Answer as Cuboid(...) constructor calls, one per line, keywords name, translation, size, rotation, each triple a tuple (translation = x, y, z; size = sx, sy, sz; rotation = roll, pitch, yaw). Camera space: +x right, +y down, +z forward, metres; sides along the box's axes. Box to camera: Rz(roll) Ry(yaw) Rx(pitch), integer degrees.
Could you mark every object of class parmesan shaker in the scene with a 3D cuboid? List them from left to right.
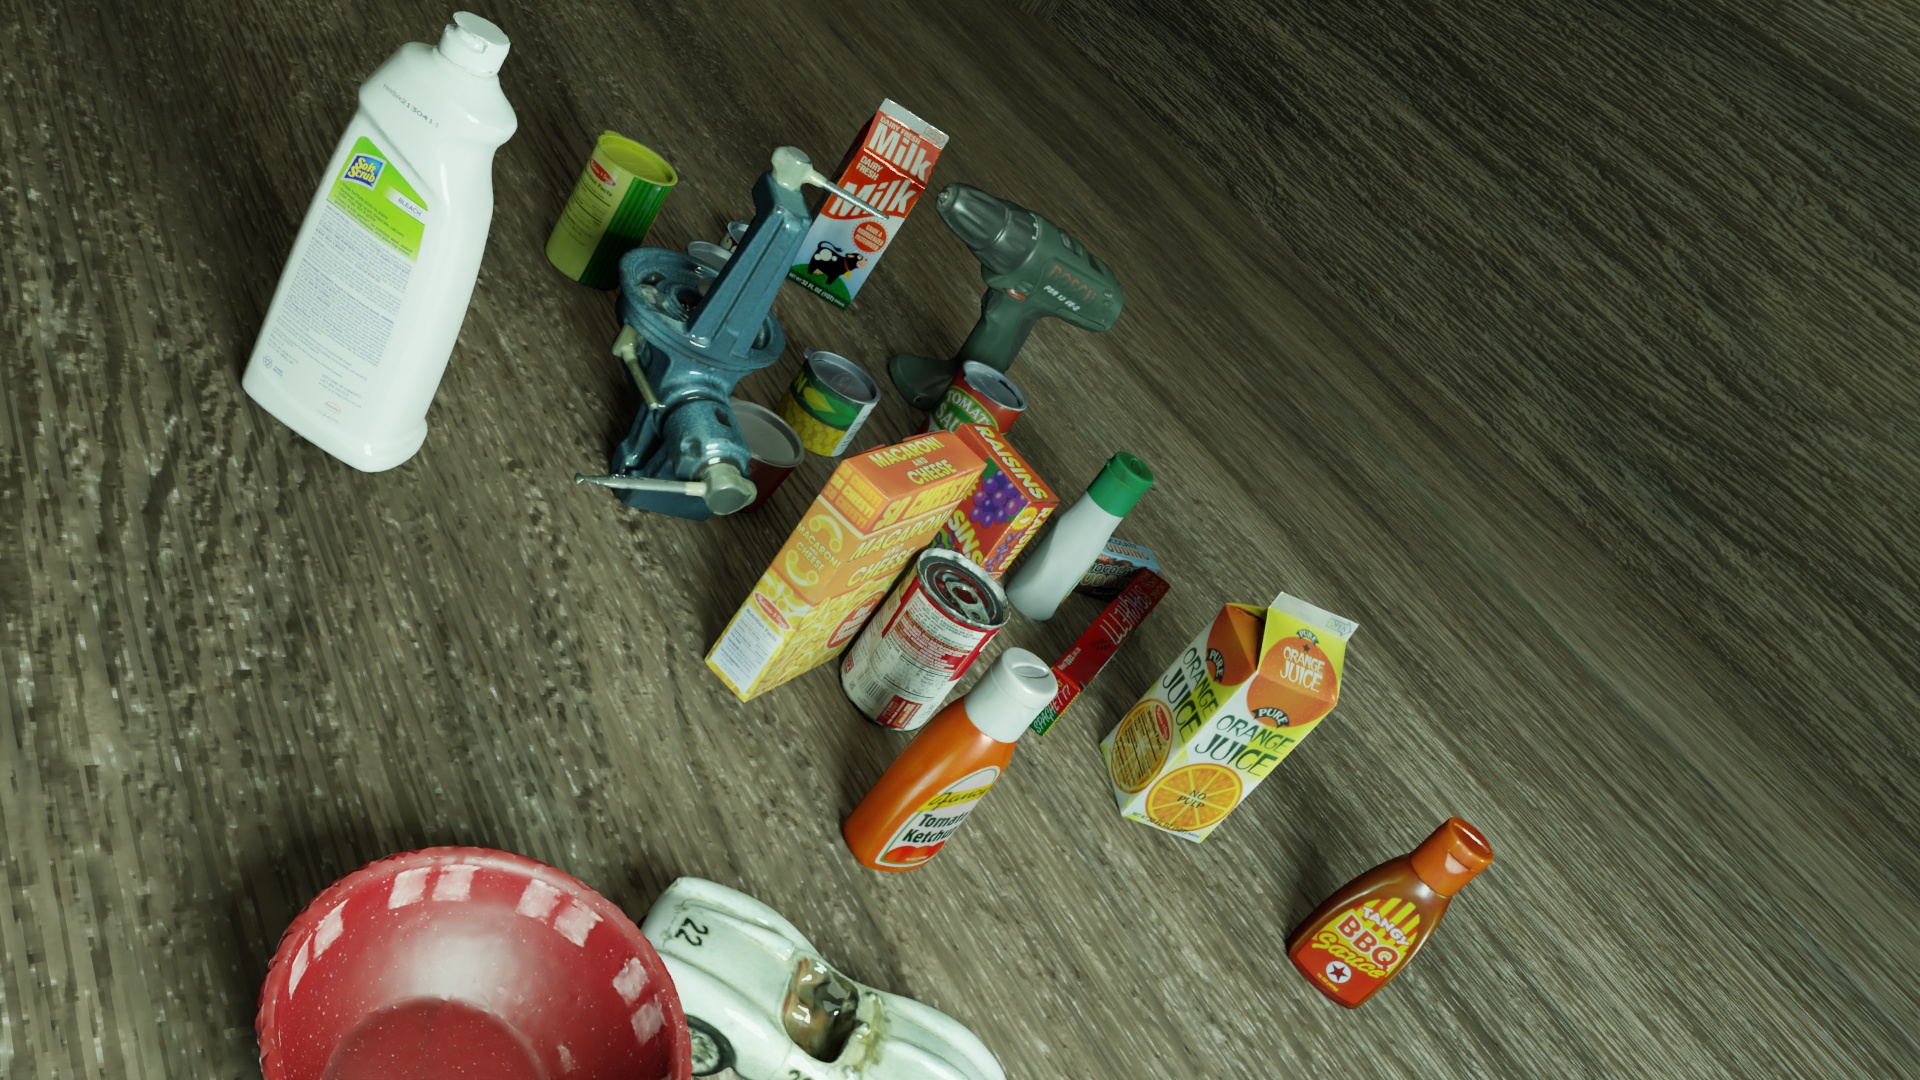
Cuboid(name="parmesan shaker", translation=(-0.278, -0.260, 1.095), size=(0.071, 0.102, 0.071), rotation=(28, 28, -16))

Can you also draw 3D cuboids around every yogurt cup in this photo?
Cuboid(name="yogurt cup", translation=(-0.151, -0.057, 0.975), size=(0.072, 0.053, 0.073), rotation=(28, 28, -16))

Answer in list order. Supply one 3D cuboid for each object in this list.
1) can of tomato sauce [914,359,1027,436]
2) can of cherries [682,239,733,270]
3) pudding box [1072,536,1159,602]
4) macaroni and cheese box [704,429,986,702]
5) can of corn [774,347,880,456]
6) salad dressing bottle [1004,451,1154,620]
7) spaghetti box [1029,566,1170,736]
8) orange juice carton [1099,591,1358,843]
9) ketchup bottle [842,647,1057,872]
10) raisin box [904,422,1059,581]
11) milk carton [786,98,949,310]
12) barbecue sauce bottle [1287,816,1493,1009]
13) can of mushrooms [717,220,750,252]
Cuboid(name="can of tomato sauce", translation=(0.007, -0.104, 1.206), size=(0.071, 0.082, 0.071), rotation=(28, 28, -16))
Cuboid(name="can of cherries", translation=(-0.208, -0.203, 1.136), size=(0.071, 0.058, 0.072), rotation=(28, 28, -16))
Cuboid(name="pudding box", translation=(0.122, 0.022, 1.177), size=(0.084, 0.049, 0.030), rotation=(17, 33, -34))
Cuboid(name="macaroni and cheese box", translation=(-0.069, 0.012, 0.837), size=(0.040, 0.165, 0.124), rotation=(43, 27, 13))
Cuboid(name="can of corn", translation=(-0.109, -0.111, 1.107), size=(0.071, 0.058, 0.071), rotation=(28, 28, -16))
Cuboid(name="salad dressing bottle", translation=(0.092, -0.003, 1.074), size=(0.044, 0.147, 0.064), rotation=(33, 27, -7))
Cuboid(name="spaghetti box", translation=(0.107, 0.079, 1.068), size=(0.029, 0.050, 0.251), rotation=(40, 27, 7))
Cuboid(name="orange juice carton", translation=(0.184, 0.113, 0.948), size=(0.072, 0.192, 0.073), rotation=(24, 29, -25))
Cuboid(name="ketchup bottle", translation=(-0.003, 0.120, 0.761), size=(0.065, 0.148, 0.044), rotation=(6, 40, -46))
Cuboid(name="raisin box", translation=(0.004, -0.013, 1.011), size=(0.040, 0.123, 0.086), rotation=(-1, 45, -51))
Cuboid(name="milk carton", translation=(-0.090, -0.322, 1.321), size=(0.072, 0.189, 0.074), rotation=(28, 28, -18))
Cuboid(name="barbecue sauce bottle", translation=(0.284, 0.241, 0.910), size=(0.065, 0.148, 0.044), rotation=(40, 26, 6))
Cuboid(name="can of mushrooms", translation=(-0.192, -0.262, 1.278), size=(0.071, 0.033, 0.071), rotation=(28, 28, -16))
